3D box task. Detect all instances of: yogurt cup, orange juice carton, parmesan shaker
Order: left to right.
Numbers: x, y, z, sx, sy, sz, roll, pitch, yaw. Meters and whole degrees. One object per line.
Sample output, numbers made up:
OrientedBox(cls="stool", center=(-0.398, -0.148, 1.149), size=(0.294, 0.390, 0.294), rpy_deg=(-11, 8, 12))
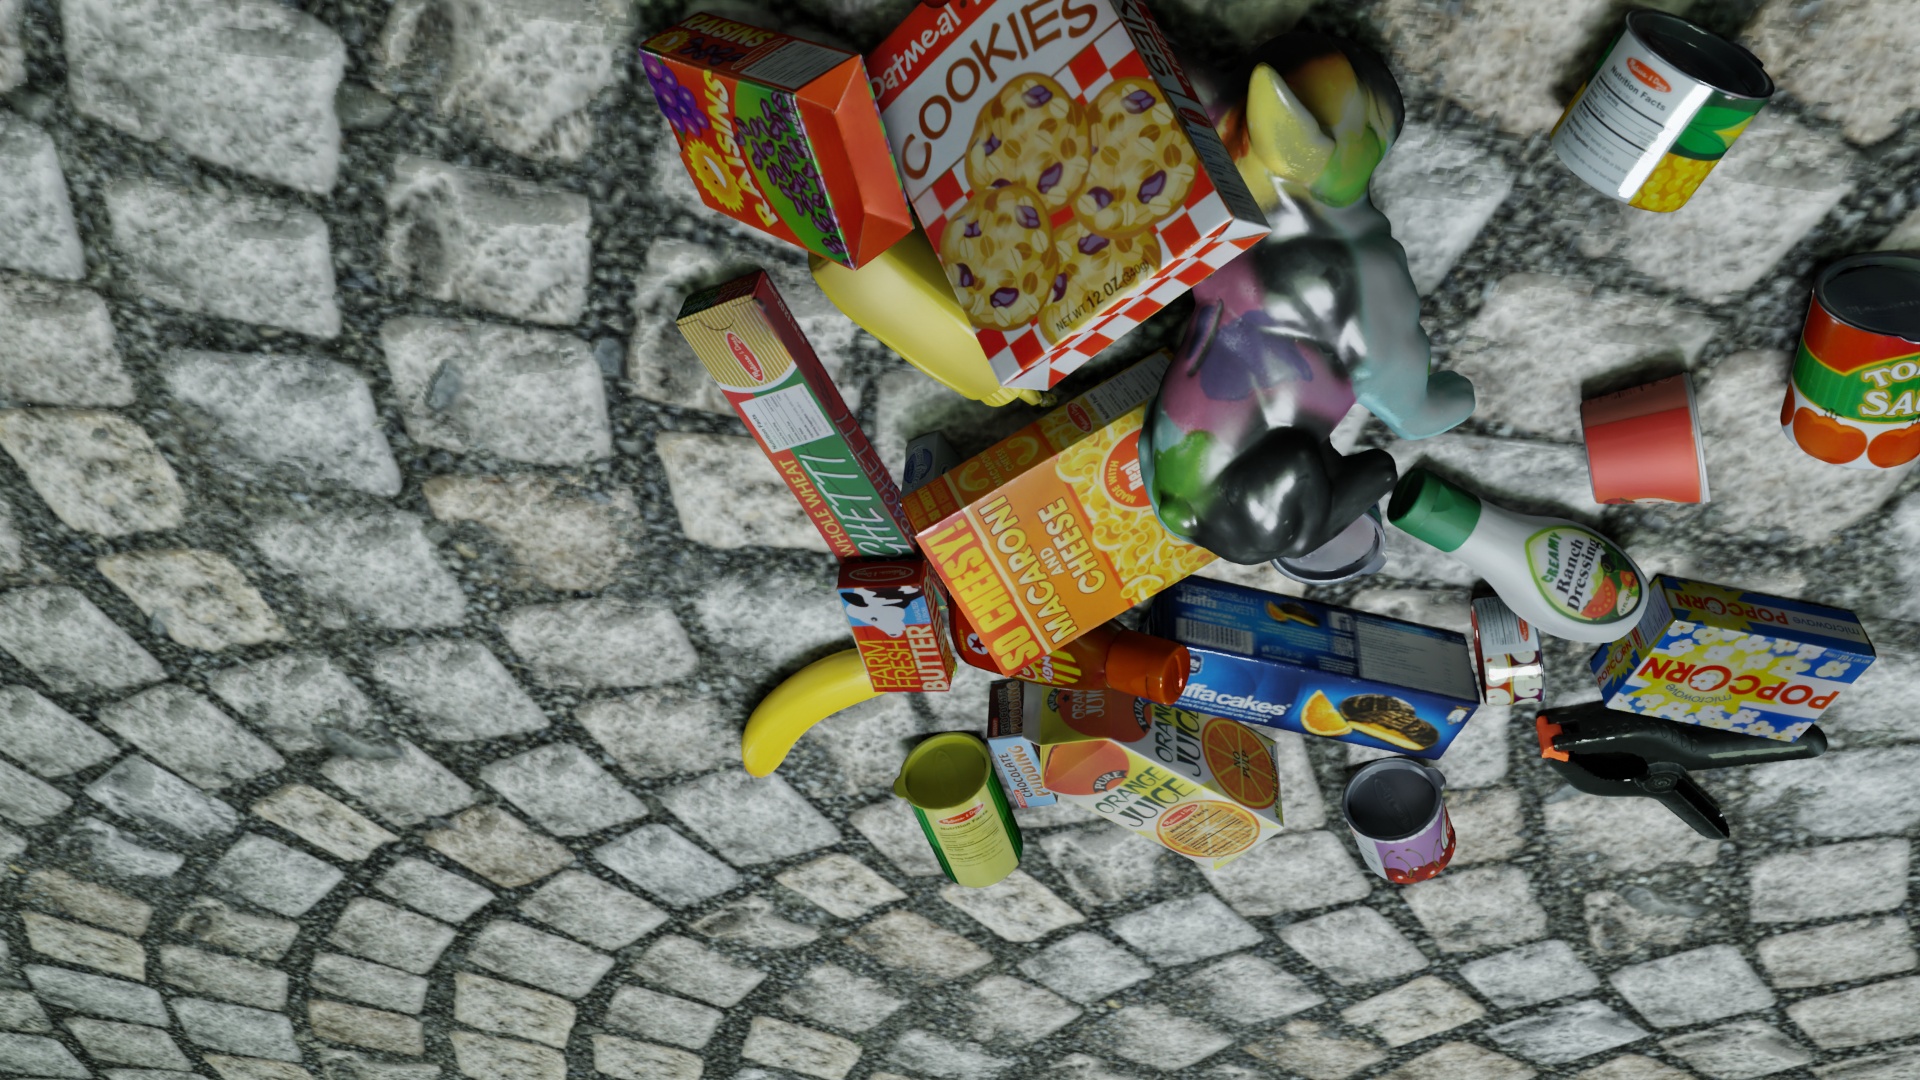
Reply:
OrientedBox(cls="parmesan shaker", center=(0.000, 0.196, 1.001), size=(0.071, 0.072, 0.102), rpy_deg=(-7, 134, 14))
OrientedBox(cls="orange juice carton", center=(0.120, 0.143, 0.930), size=(0.192, 0.072, 0.072), rpy_deg=(28, 131, -20))
OrientedBox(cls="yogurt cup", center=(0.353, -0.049, 0.718), size=(0.054, 0.073, 0.072), rpy_deg=(-8, 133, 26))

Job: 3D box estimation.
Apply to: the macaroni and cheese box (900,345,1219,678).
OrientedBox(cls="macaroni and cheese box", center=(0.068, -0.013, 0.764), size=(0.166, 0.040, 0.123), rpy_deg=(-30, 127, 2))

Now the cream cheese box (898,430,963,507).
OrientedBox(cls="cream cheese box", center=(0.003, -0.010, 0.808), size=(0.024, 0.054, 0.103), rpy_deg=(-23, 127, 23))

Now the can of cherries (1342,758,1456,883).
OrientedBox(cls="can of cherries", center=(0.306, 0.193, 0.959), size=(0.071, 0.072, 0.058), rpy_deg=(-14, 131, 20))

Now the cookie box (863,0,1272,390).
OrientedBox(cls="cookie box", center=(0.035, -0.166, 0.584), size=(0.122, 0.168, 0.040), rpy_deg=(-34, 163, 33))

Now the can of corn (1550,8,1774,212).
OrientedBox(cls="can of corn", center=(0.299, -0.183, 0.593), size=(0.071, 0.071, 0.058), rpy_deg=(16, 135, -8))

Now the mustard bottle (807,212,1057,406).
OrientedBox(cls="mustard bottle", center=(-0.006, -0.110, 0.705), size=(0.048, 0.066, 0.160), rpy_deg=(-34, 126, 28))

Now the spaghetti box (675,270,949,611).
OrientedBox(cls="spaghetti box", center=(-0.077, -0.044, 0.801), size=(0.050, 0.029, 0.249), rpy_deg=(-14, 131, 20))

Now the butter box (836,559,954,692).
OrientedBox(cls="butter box", center=(-0.038, 0.054, 0.854), size=(0.053, 0.024, 0.103), rpy_deg=(-3, 136, 12))

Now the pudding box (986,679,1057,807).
OrientedBox(cls="pudding box", center=(0.044, 0.139, 0.952), size=(0.030, 0.050, 0.083), rpy_deg=(-10, 133, 14))

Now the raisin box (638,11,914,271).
OrientedBox(cls="raisin box", center=(-0.083, -0.178, 0.615), size=(0.123, 0.040, 0.085), rpy_deg=(31, 152, 40))

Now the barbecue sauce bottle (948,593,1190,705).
OrientedBox(cls="barbecue sauce bottle", center=(0.064, 0.062, 0.834), size=(0.148, 0.044, 0.064), rpy_deg=(14, 130, 34))

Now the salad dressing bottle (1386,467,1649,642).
OrientedBox(cls="salad dressing bottle", center=(0.313, 0.007, 0.783), size=(0.148, 0.064, 0.044), rpy_deg=(26, 167, -8))

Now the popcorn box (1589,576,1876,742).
OrientedBox(cls="popcorn box", center=(0.465, 0.073, 0.840), size=(0.127, 0.038, 0.084), rpy_deg=(11, 135, -3))

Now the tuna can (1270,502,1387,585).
OrientedBox(cls="tuna can", center=(0.211, -0.007, 0.798), size=(0.071, 0.033, 0.070), rpy_deg=(4, 135, 4))

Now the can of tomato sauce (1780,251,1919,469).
OrientedBox(cls="can of tomato sauce", center=(0.440, -0.084, 0.667), size=(0.071, 0.071, 0.082), rpy_deg=(-4, 134, 11))

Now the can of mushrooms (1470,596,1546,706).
OrientedBox(cls="can of mushrooms", center=(0.328, 0.067, 0.832), size=(0.033, 0.071, 0.070), rpy_deg=(-8, 133, 15))
